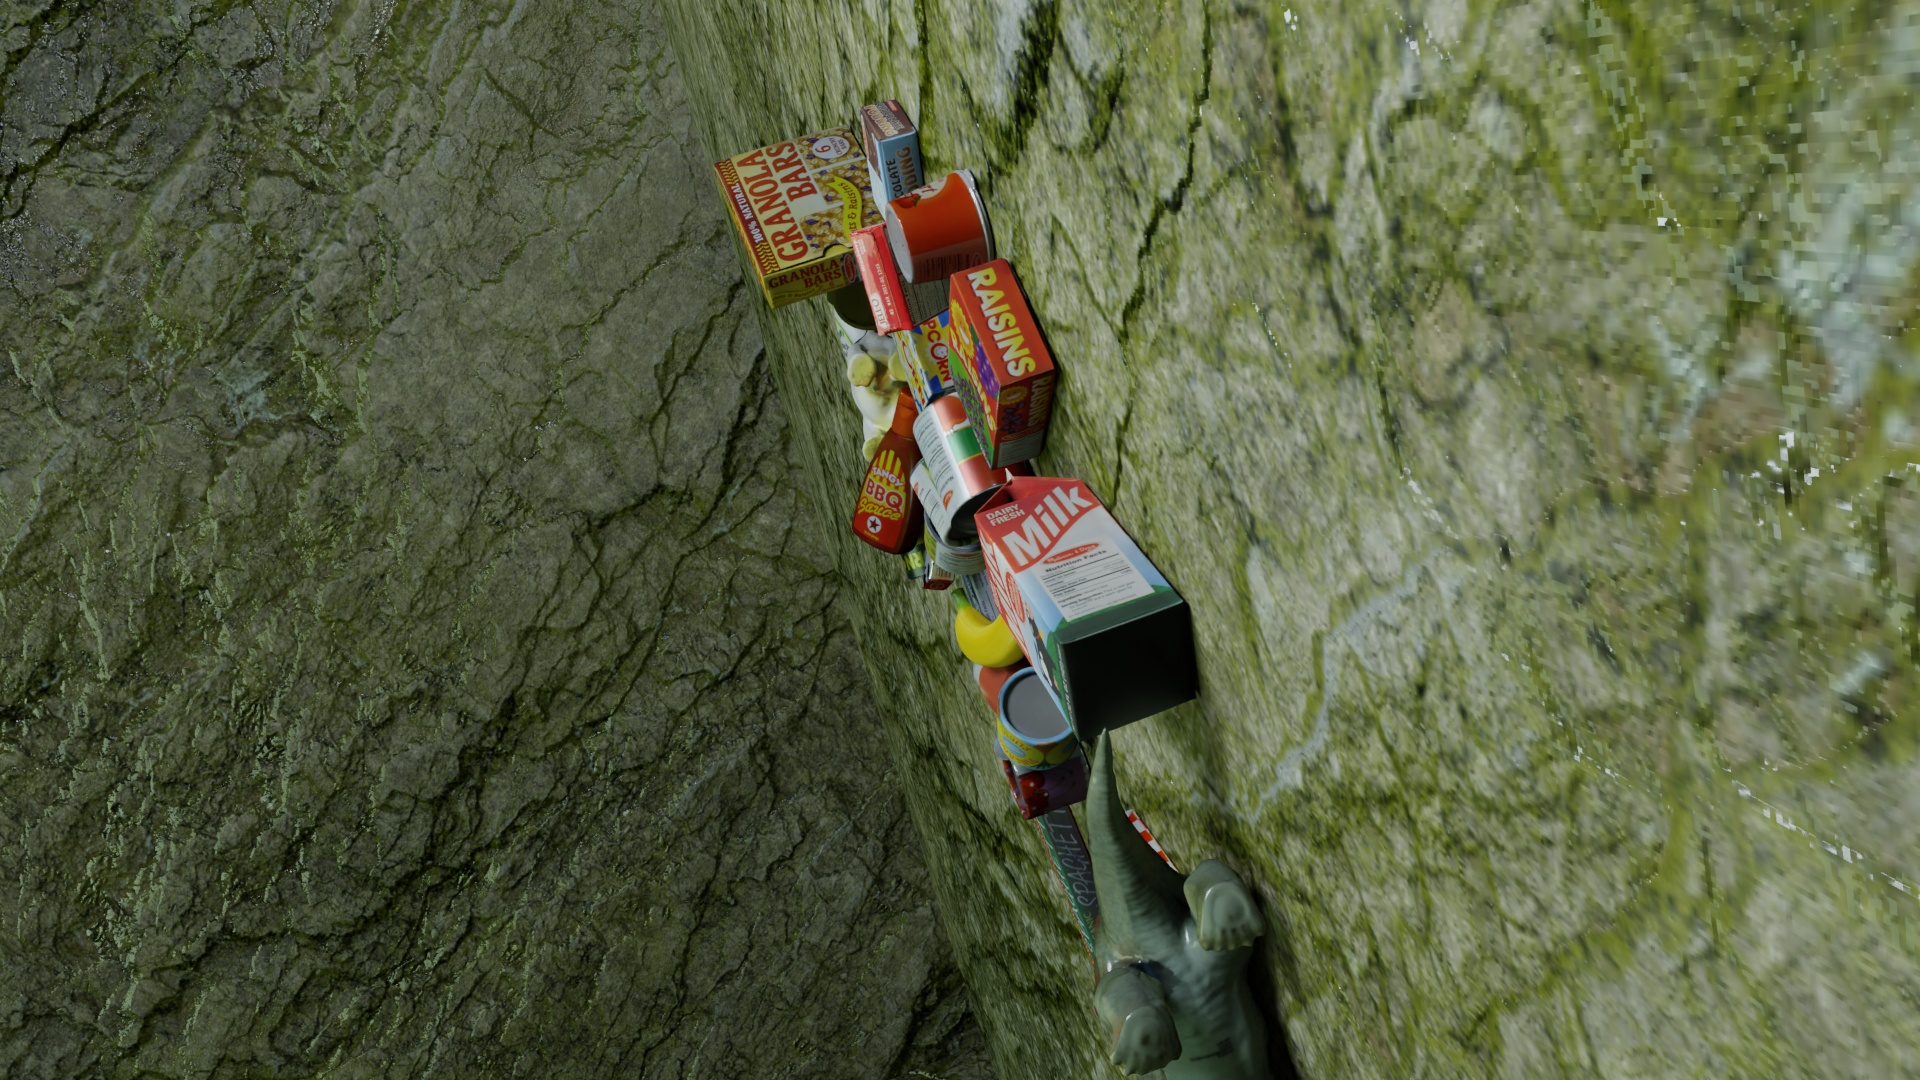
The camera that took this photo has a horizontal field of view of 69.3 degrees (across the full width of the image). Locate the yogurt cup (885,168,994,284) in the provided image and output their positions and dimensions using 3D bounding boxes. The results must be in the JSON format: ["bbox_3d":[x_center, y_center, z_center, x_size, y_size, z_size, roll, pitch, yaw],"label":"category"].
[{"bbox_3d":[-0.015,-0.199,0.895,0.072,0.054,0.072,163,88,-81],"label":"yogurt cup"}]

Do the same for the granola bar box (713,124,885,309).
[{"bbox_3d":[-0.127,-0.277,1.172,0.038,0.124,0.166,81,166,-51],"label":"granola bar box"}]

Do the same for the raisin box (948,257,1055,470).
[{"bbox_3d":[0.025,-0.110,0.887,0.123,0.040,0.086,92,158,-68],"label":"raisin box"}]

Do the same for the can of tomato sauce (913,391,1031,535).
[{"bbox_3d":[0.012,-0.056,0.991,0.071,0.071,0.083,90,159,-63],"label":"can of tomato sauce"}]

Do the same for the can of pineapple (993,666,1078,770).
[{"bbox_3d":[0.060,0.139,1.077,0.057,0.071,0.071,88,161,-60],"label":"can of pineapple"}]

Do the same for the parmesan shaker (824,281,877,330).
[{"bbox_3d":[-0.095,-0.235,1.235,0.103,0.071,0.071,-123,17,-57],"label":"parmesan shaker"}]

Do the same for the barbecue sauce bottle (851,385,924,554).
[{"bbox_3d":[-0.053,-0.064,1.249,0.065,0.044,0.147,29,117,27],"label":"barbecue sauce bottle"}]

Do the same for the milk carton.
[{"bbox_3d":[0.063,0.027,0.821,0.191,0.073,0.072,-122,16,-56],"label":"milk carton"}]

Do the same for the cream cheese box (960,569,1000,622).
[{"bbox_3d":[0.022,0.046,1.255,0.053,0.024,0.104,124,126,-77],"label":"cream cheese box"}]

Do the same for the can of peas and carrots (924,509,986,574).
[{"bbox_3d":[0.004,-0.014,1.118,0.058,0.071,0.071,95,154,-69],"label":"can of peas and carrots"}]

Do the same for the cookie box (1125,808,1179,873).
[{"bbox_3d":[0.144,0.295,0.988,0.123,0.040,0.166,-128,23,-63],"label":"cookie box"}]

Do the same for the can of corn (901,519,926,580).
[{"bbox_3d":[-0.027,0.001,1.315,0.071,0.071,0.058,166,86,-81],"label":"can of corn"}]

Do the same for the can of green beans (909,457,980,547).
[{"bbox_3d":[0.003,-0.037,1.055,0.058,0.071,0.071,60,167,23],"label":"can of green beans"}]

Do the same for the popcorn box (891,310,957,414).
[{"bbox_3d":[-0.031,-0.168,1.093,0.085,0.038,0.126,135,116,-79],"label":"popcorn box"}]

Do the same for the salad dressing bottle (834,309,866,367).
[{"bbox_3d":[-0.105,-0.224,1.401,0.064,0.044,0.147,-139,32,-70],"label":"salad dressing bottle"}]

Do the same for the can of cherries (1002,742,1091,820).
[{"bbox_3d":[0.071,0.193,1.146,0.071,0.058,0.071,164,88,-80],"label":"can of cherries"}]

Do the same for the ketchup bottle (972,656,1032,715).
[{"bbox_3d":[0.042,0.128,1.233,0.149,0.043,0.064,-155,55,-78],"label":"ketchup bottle"}]

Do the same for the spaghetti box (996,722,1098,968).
[{"bbox_3d":[0.091,0.269,1.276,0.050,0.029,0.251,90,160,-65],"label":"spaghetti box"}]

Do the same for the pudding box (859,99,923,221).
[{"bbox_3d":[-0.049,-0.273,1.019,0.083,0.030,0.050,82,167,-47],"label":"pudding box"}]

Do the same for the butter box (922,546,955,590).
[{"bbox_3d":[-0.015,-0.010,1.235,0.053,0.024,0.103,129,147,-76],"label":"butter box"}]
